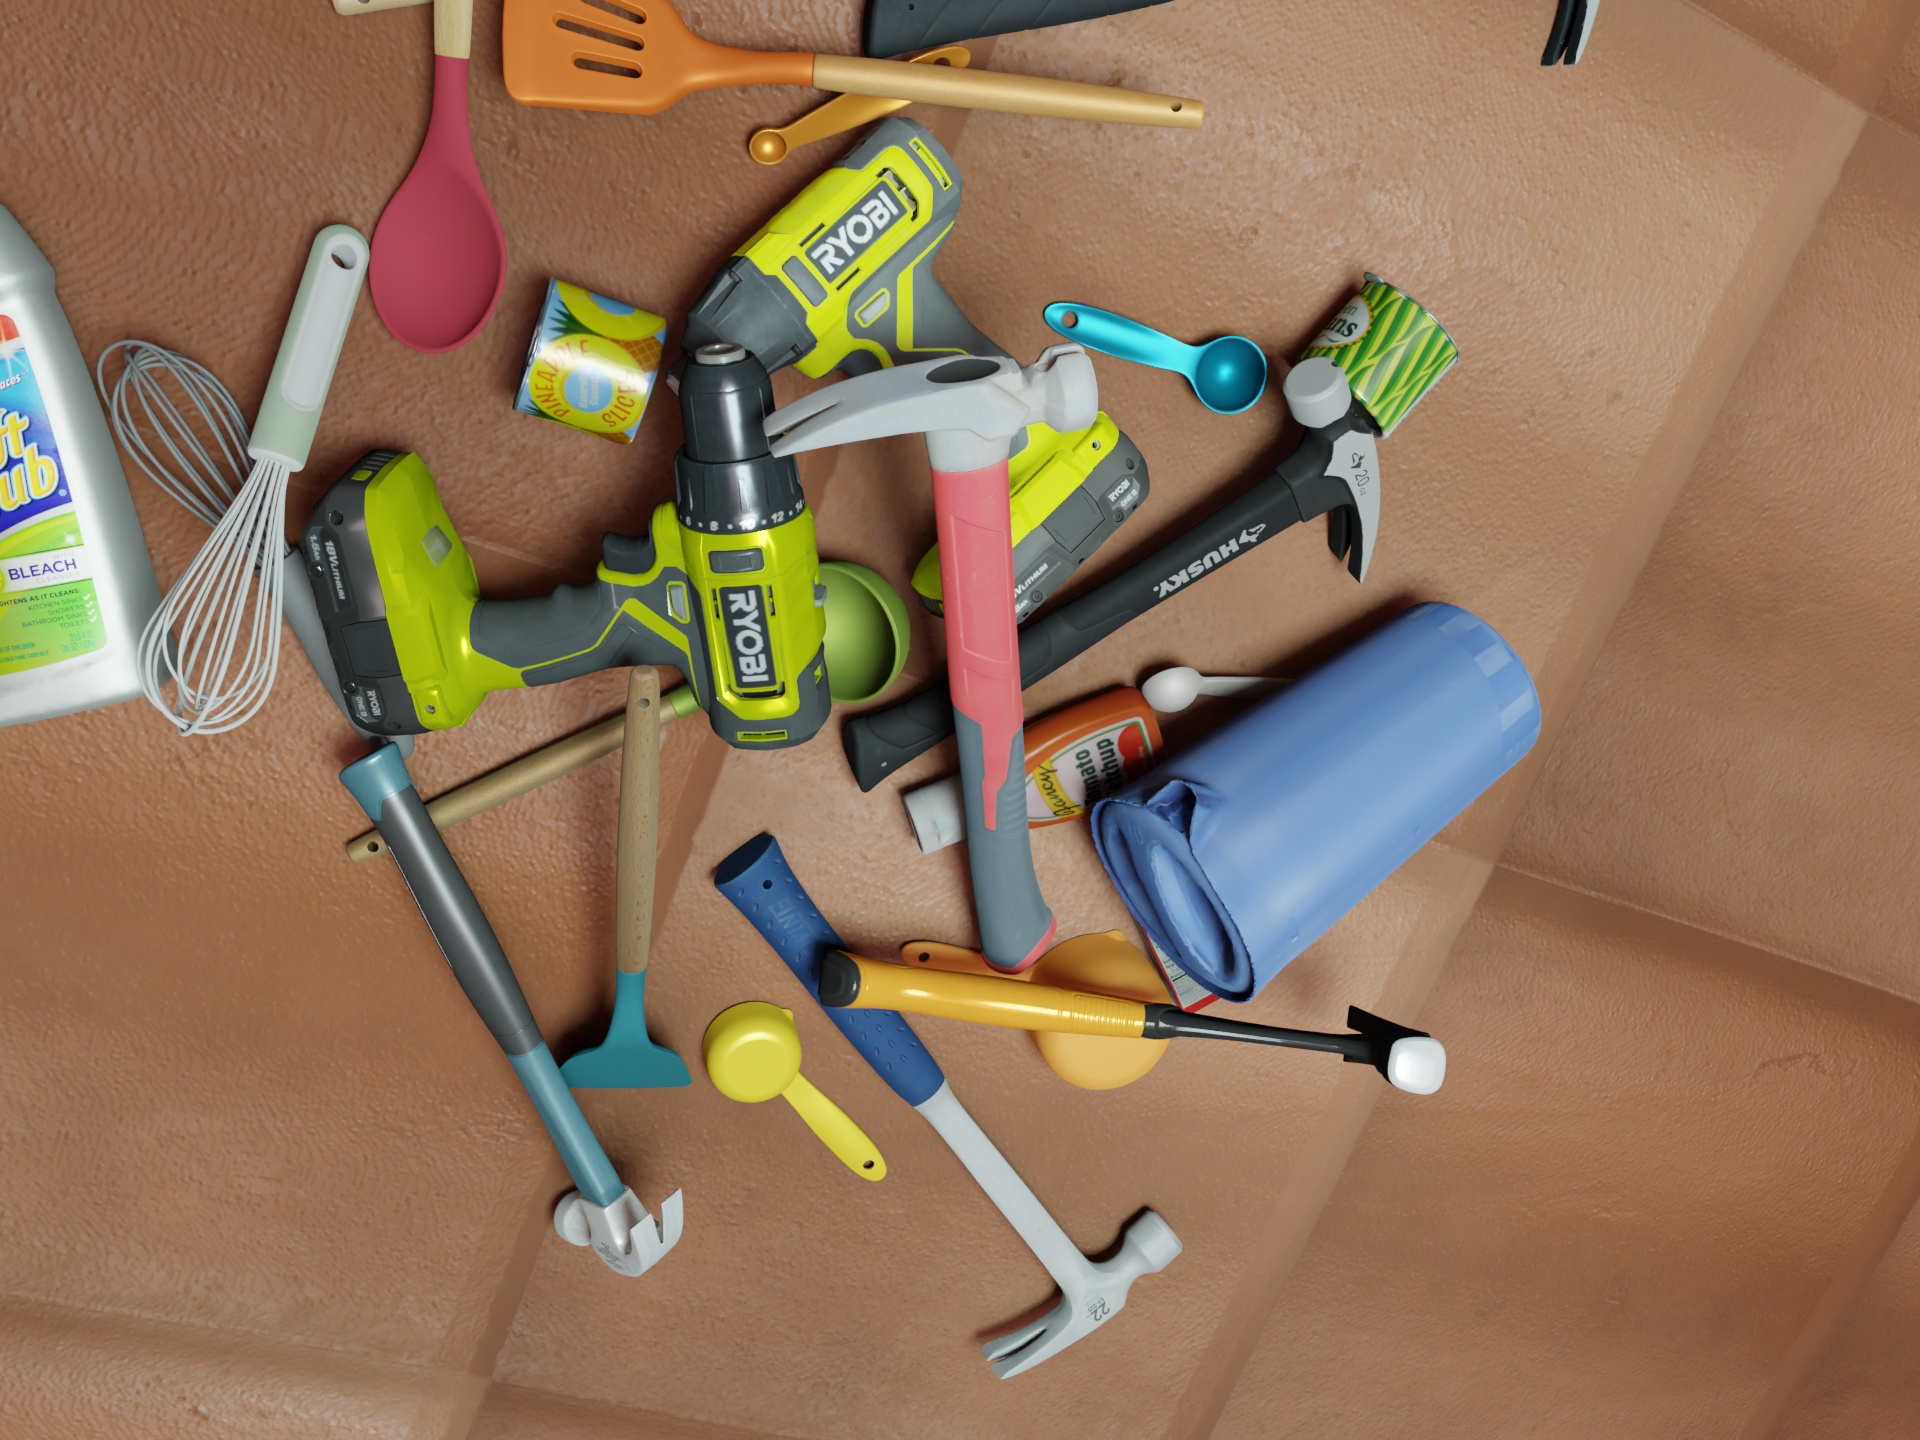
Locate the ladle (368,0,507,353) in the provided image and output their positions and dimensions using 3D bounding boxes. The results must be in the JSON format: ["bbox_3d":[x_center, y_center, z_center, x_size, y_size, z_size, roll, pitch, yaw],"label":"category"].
[{"bbox_3d":[-0.226,-0.322,0.704,0.069,0.031,0.315,13,113,7],"label":"ladle"}]

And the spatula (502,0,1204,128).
[{"bbox_3d":[-0.044,-0.302,0.737,0.322,0.041,0.081,4,87,-5],"label":"spatula"}]

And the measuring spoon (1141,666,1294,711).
[{"bbox_3d":[0.163,-0.014,0.927,0.124,0.018,0.034,2,148,-23],"label":"measuring spoon"}]

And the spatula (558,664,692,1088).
[{"bbox_3d":[-0.171,0.099,0.820,0.082,0.044,0.317,3,125,-12],"label":"spatula"}]

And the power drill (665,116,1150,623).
[{"bbox_3d":[-0.024,-0.159,0.799,0.171,0.080,0.223,-45,111,-8],"label":"power drill"}]

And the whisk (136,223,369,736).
[{"bbox_3d":[-0.313,-0.111,0.720,0.057,0.059,0.246,21,79,-38],"label":"whisk"}]

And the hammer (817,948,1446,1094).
[{"bbox_3d":[0.088,0.164,0.891,0.337,0.127,0.034,8,86,-4],"label":"hammer"}]

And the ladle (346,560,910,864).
[{"bbox_3d":[-0.175,0.005,0.835,0.320,0.062,0.078,-25,99,-2],"label":"ladle"}]

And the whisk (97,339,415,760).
[{"bbox_3d":[-0.334,-0.076,0.772,0.055,0.055,0.238,-27,117,-5],"label":"whisk"}]

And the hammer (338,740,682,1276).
[{"bbox_3d":[-0.238,0.160,0.840,0.033,0.128,0.330,-36,114,-35],"label":"hammer"}]

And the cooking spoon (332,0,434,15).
[{"bbox_3d":[-0.130,-0.364,0.739,0.319,0.017,0.068,-15,131,-9],"label":"cooking spoon"}]

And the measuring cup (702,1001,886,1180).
[{"bbox_3d":[-0.092,0.231,0.946,0.062,0.029,0.156,-39,112,1],"label":"measuring cup"}]

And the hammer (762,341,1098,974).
[{"bbox_3d":[-0.001,-0.003,0.802,0.143,0.038,0.385,-12,132,-8],"label":"hammer"}]

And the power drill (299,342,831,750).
[{"bbox_3d":[-0.179,-0.076,0.752,0.228,0.080,0.190,-3,119,4],"label":"power drill"}]

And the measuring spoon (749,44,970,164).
[{"bbox_3d":[-0.050,-0.301,0.772,0.117,0.011,0.021,-22,143,9],"label":"measuring spoon"}]

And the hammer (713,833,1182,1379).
[{"bbox_3d":[-0.018,0.235,0.957,0.144,0.035,0.405,-39,112,-10],"label":"hammer"}]

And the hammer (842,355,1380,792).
[{"bbox_3d":[0.080,-0.057,0.875,0.335,0.035,0.146,-32,139,4],"label":"hammer"}]

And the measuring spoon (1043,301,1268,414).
[{"bbox_3d":[0.104,-0.202,0.862,0.128,0.021,0.042,17,103,-10],"label":"measuring spoon"}]

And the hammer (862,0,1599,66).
[{"bbox_3d":[0.148,-0.379,0.797,0.409,0.036,0.149,-14,112,-10],"label":"hammer"}]

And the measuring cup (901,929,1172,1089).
[{"bbox_3d":[0.048,0.167,0.949,0.173,0.052,0.095,18,103,-22],"label":"measuring cup"}]
